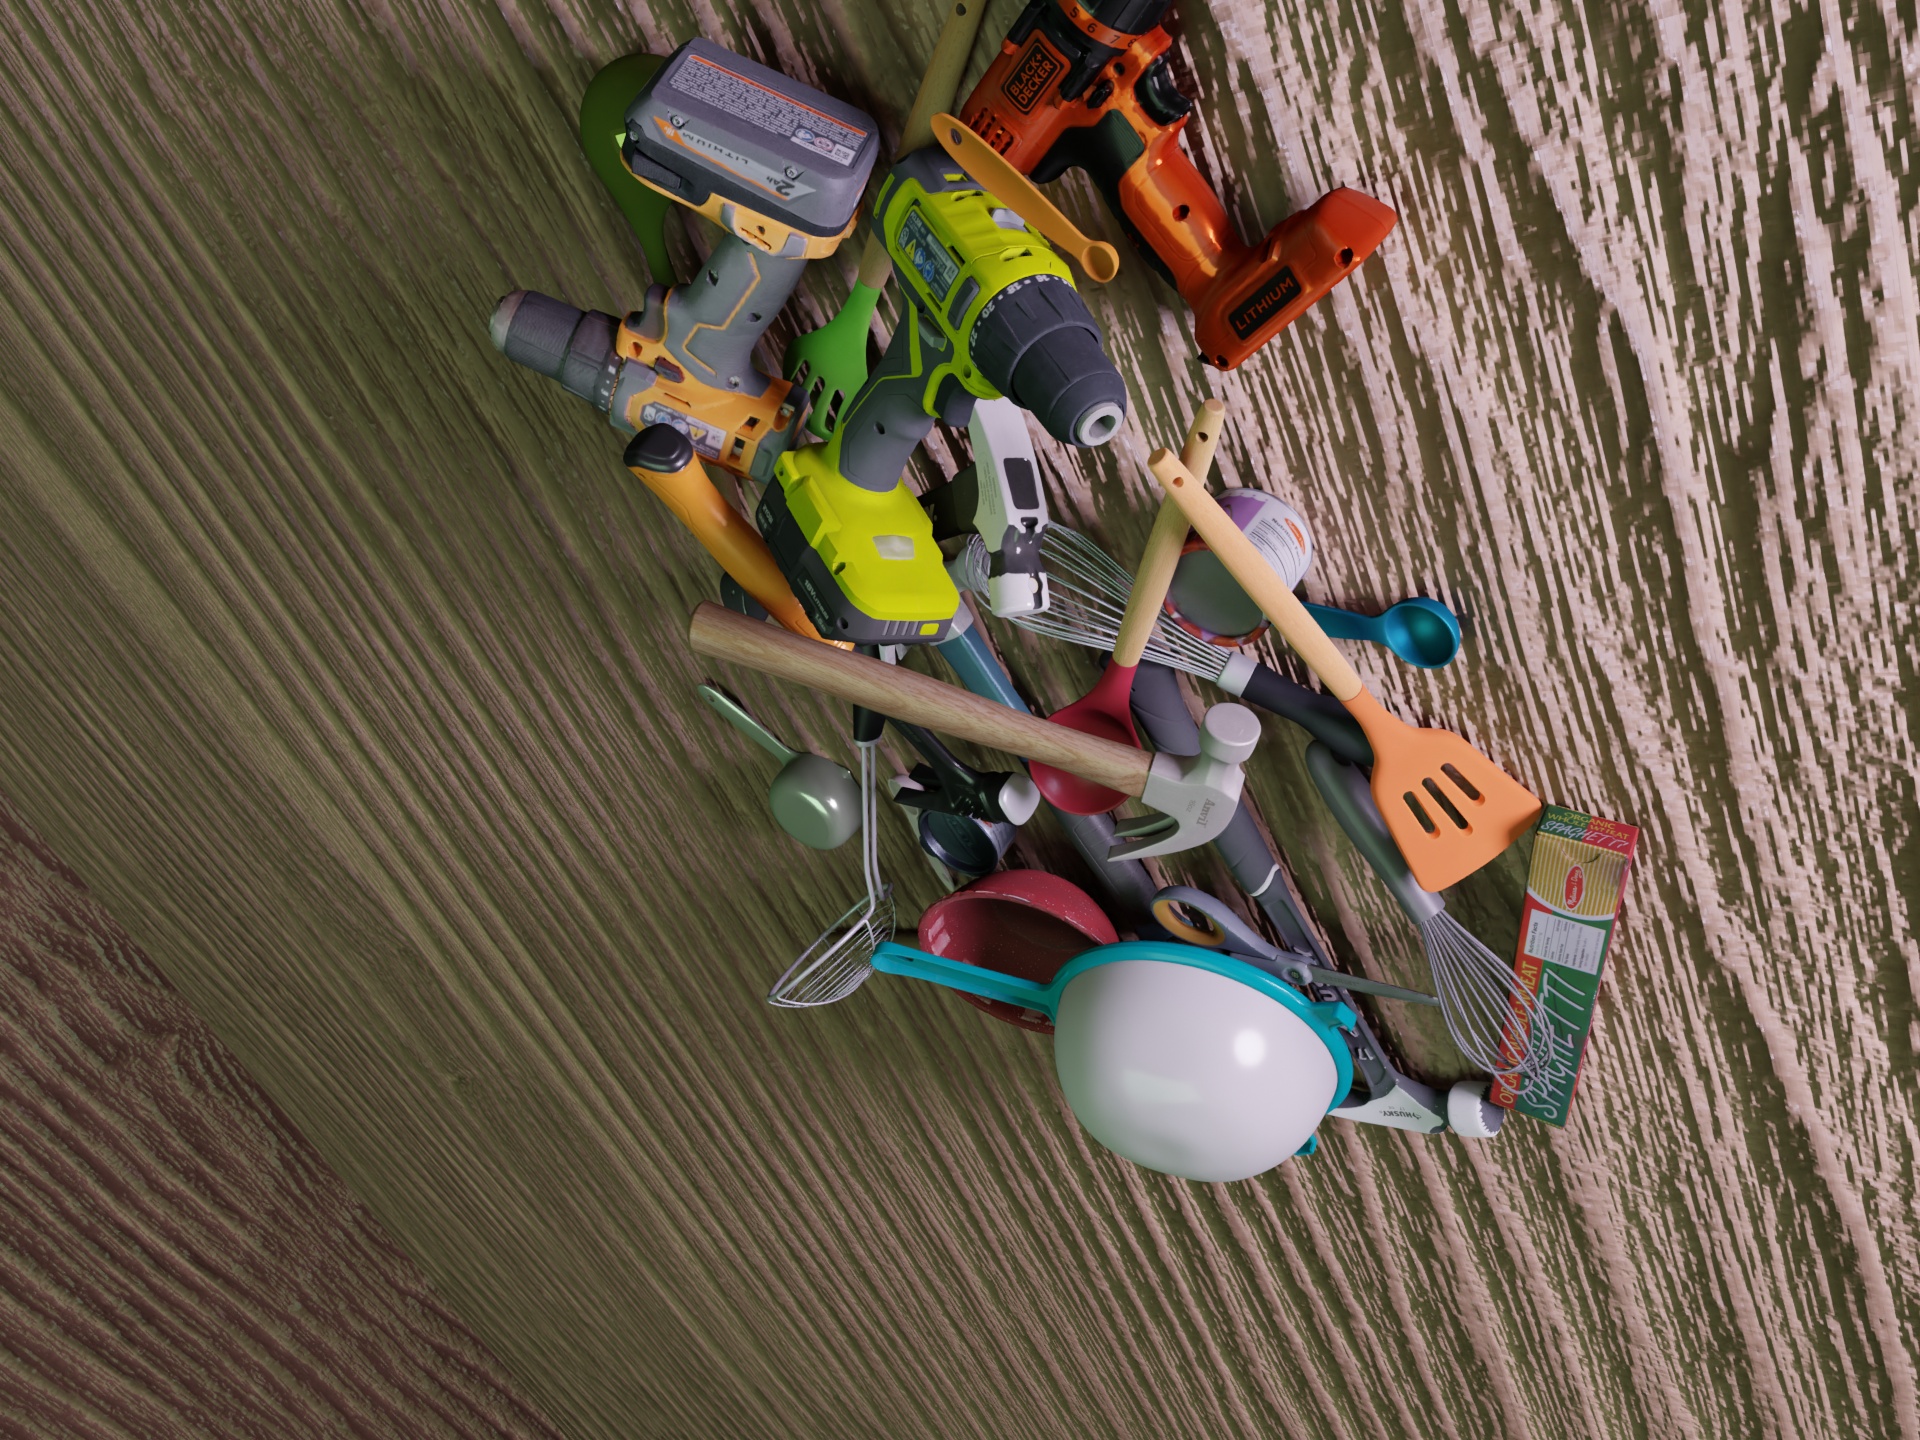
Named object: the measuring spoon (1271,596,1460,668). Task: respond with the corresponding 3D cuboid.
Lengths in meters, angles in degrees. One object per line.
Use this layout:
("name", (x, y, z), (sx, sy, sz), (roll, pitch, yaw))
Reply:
("measuring spoon", (0.213, -0.057, 0.861), (0.129, 0.021, 0.042), (15, 137, 42))

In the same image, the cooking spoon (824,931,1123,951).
("cooking spoon", (0.005, 0.177, 1.259), (0.319, 0.017, 0.068), (-6, 120, 42))

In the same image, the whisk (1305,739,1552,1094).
("whisk", (0.270, 0.113, 0.927), (0.239, 0.055, 0.055), (57, 141, 1))

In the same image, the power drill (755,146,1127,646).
("power drill", (-0.012, -0.146, 0.810), (0.191, 0.080, 0.228), (59, 135, 32))

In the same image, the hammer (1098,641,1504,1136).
("hammer", (0.201, 0.117, 1.025), (0.149, 0.036, 0.408), (-11, 119, 46))

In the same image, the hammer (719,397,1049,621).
("hammer", (-0.063, -0.113, 0.981), (0.335, 0.035, 0.146), (-11, 85, 54))

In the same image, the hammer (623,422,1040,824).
("hammer", (-0.086, -0.051, 0.977), (0.127, 0.034, 0.336), (6, 145, 51))

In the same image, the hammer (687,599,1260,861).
("hammer", (-0.001, -0.003, 0.915), (0.331, 0.031, 0.130), (18, 139, 9))

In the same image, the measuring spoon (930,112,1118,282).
("measuring spoon", (0.031, -0.247, 0.743), (0.117, 0.011, 0.021), (43, 149, 8))

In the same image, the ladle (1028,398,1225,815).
("ladle", (0.093, -0.050, 0.858), (0.069, 0.031, 0.315), (20, 141, 5))

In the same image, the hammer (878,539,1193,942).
("hammer", (0.059, 0.032, 1.057), (0.128, 0.033, 0.330), (-16, 117, 46))

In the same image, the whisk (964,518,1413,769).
("whisk", (0.129, -0.042, 0.911), (0.284, 0.070, 0.070), (27, 141, 8))

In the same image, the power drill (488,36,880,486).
("power drill", (-0.154, -0.243, 0.856), (0.185, 0.084, 0.226), (23, 139, -6))

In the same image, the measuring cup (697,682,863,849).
("measuring cup", (-0.147, 0.036, 1.225), (0.167, 0.038, 0.083), (41, 142, -5))

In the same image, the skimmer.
("skimmer", (-0.093, 0.057, 1.143), (0.090, 0.127, 0.363), (15, 123, 21))

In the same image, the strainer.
("strainer", (0.087, 0.231, 1.076), (0.340, 0.095, 0.210), (14, 141, 13))

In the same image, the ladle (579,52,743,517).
("ladle", (-0.163, -0.245, 0.969), (0.078, 0.062, 0.319), (22, 146, 24))

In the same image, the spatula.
("spatula", (0.193, -0.026, 0.820), (0.081, 0.041, 0.322), (-39, 123, 12))

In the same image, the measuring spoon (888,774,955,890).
("measuring spoon", (-0.022, 0.084, 1.195), (0.034, 0.018, 0.124), (31, 154, 45))

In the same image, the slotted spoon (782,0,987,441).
("slotted spoon", (-0.043, -0.259, 0.859), (0.070, 0.031, 0.313), (40, 141, 7))
